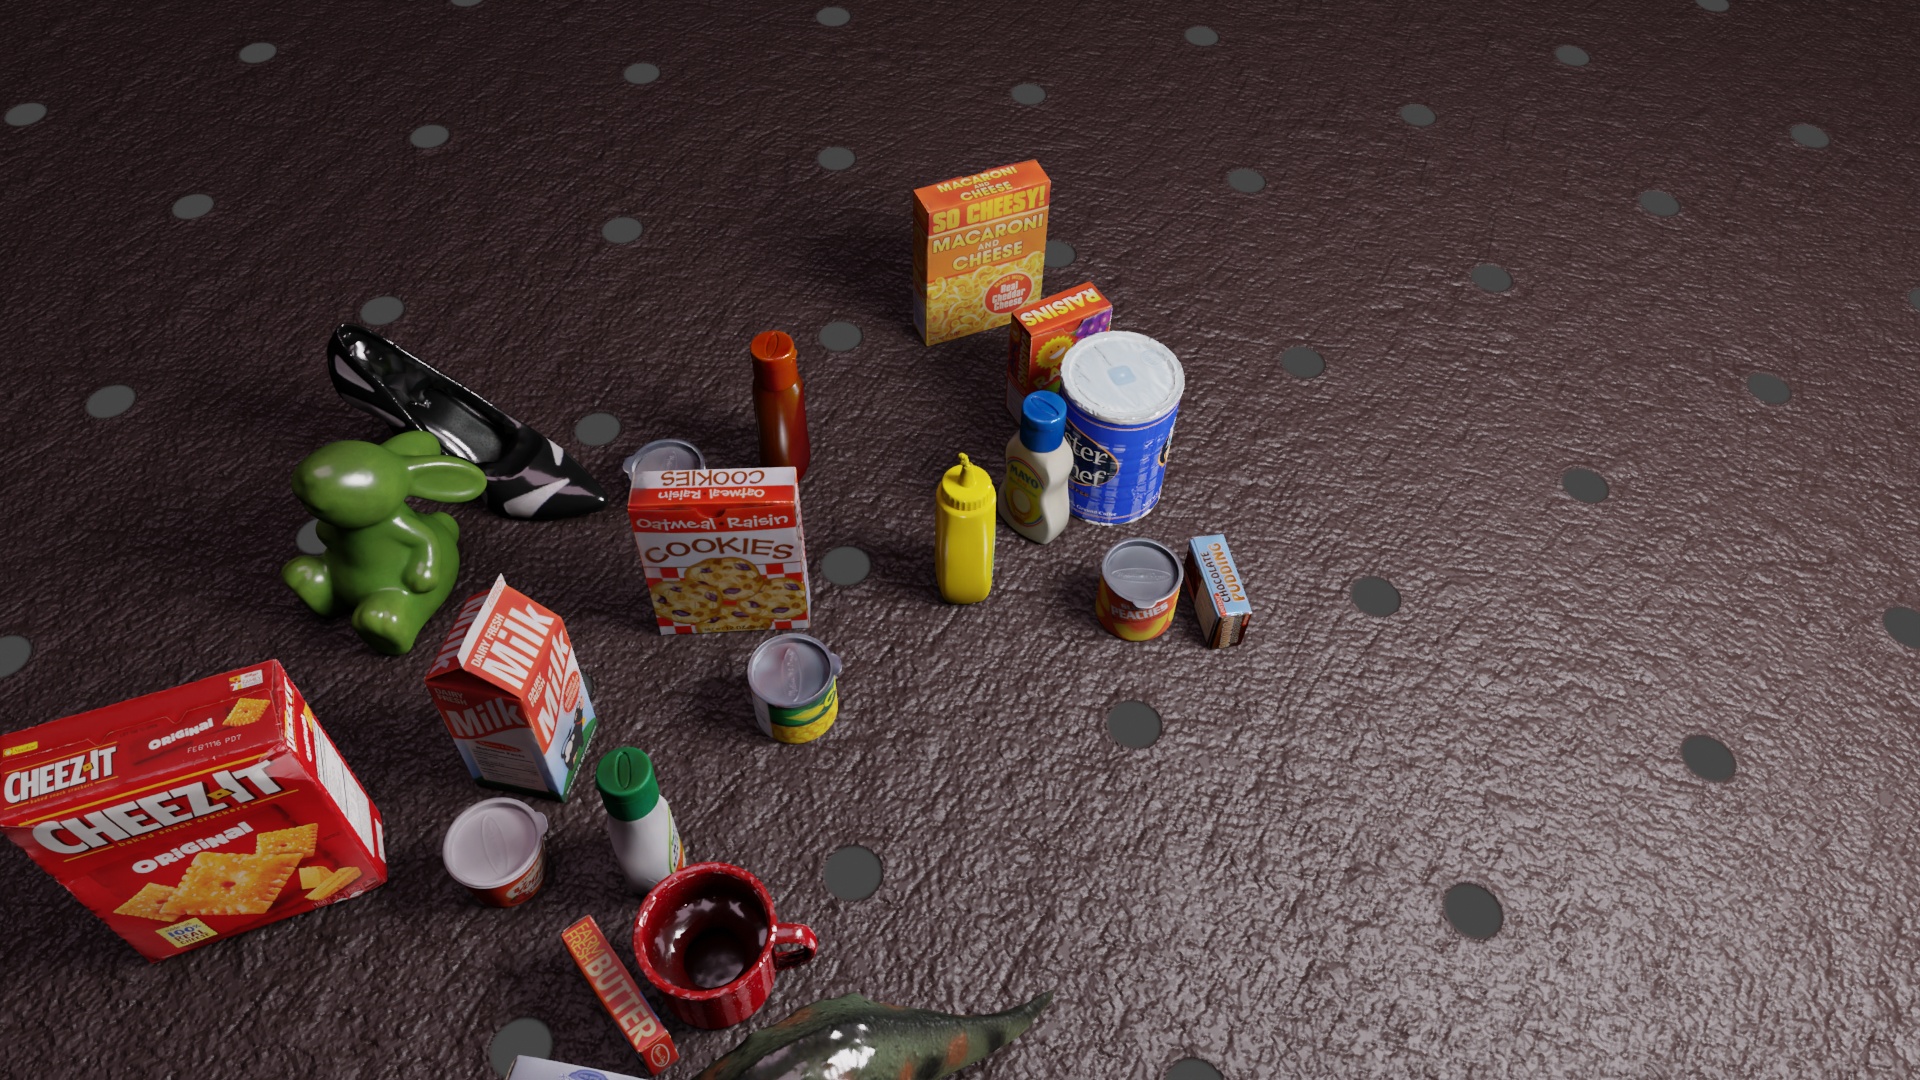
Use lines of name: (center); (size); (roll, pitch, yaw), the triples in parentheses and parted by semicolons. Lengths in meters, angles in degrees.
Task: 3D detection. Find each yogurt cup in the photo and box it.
yogurt cup: (-0.326, 0.225, 0.986); (0.072, 0.053, 0.073); (1, 52, -1)

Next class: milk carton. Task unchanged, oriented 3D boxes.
milk carton: (-0.321, 0.106, 0.992); (0.073, 0.189, 0.073); (10, 53, 6)

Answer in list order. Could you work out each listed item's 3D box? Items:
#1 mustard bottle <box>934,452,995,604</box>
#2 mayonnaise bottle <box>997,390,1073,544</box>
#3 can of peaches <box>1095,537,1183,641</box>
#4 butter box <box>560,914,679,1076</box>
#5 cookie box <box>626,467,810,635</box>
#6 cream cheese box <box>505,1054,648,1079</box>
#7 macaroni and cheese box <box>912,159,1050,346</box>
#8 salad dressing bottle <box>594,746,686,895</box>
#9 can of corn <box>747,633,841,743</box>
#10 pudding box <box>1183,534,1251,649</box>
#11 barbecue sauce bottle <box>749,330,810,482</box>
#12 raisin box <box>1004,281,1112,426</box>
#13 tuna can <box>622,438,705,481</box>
mustard bottle: (0.004, -0.014, 1.116); (0.049, 0.159, 0.065); (-3, 52, -4)
mayonnaise bottle: (0.064, -0.062, 1.163); (0.065, 0.147, 0.041); (37, 60, 24)
can of peaches: (0.146, 0.043, 1.141); (0.071, 0.057, 0.071); (1, 52, -1)
butter box: (-0.228, 0.304, 0.928); (0.024, 0.052, 0.104); (-32, 59, -24)
cookie box: (-0.184, 0.011, 1.086); (0.123, 0.166, 0.040); (-2, 52, -4)
cream cheese box: (-0.233, 0.357, 0.886); (0.104, 0.053, 0.024); (9, 52, 5)
macaroni and cheese box: (0.017, -0.270, 1.313); (0.124, 0.165, 0.040); (-18, 55, -15)
salad dressing bottle: (-0.220, 0.194, 0.954); (0.044, 0.146, 0.064); (-8, 53, -8)
can of corn: (-0.126, 0.115, 1.075); (0.071, 0.058, 0.071); (1, 52, -1)
pudding box: (0.211, 0.041, 1.149); (0.030, 0.049, 0.084); (-7, 53, -7)
barbecue sauce bottle: (-0.156, -0.115, 1.197); (0.044, 0.147, 0.065); (5, 52, 2)
raisin box: (0.087, -0.166, 1.261); (0.086, 0.122, 0.040); (-23, 56, -18)
tuna can: (-0.259, -0.055, 1.220); (0.071, 0.032, 0.071); (1, 52, -1)
